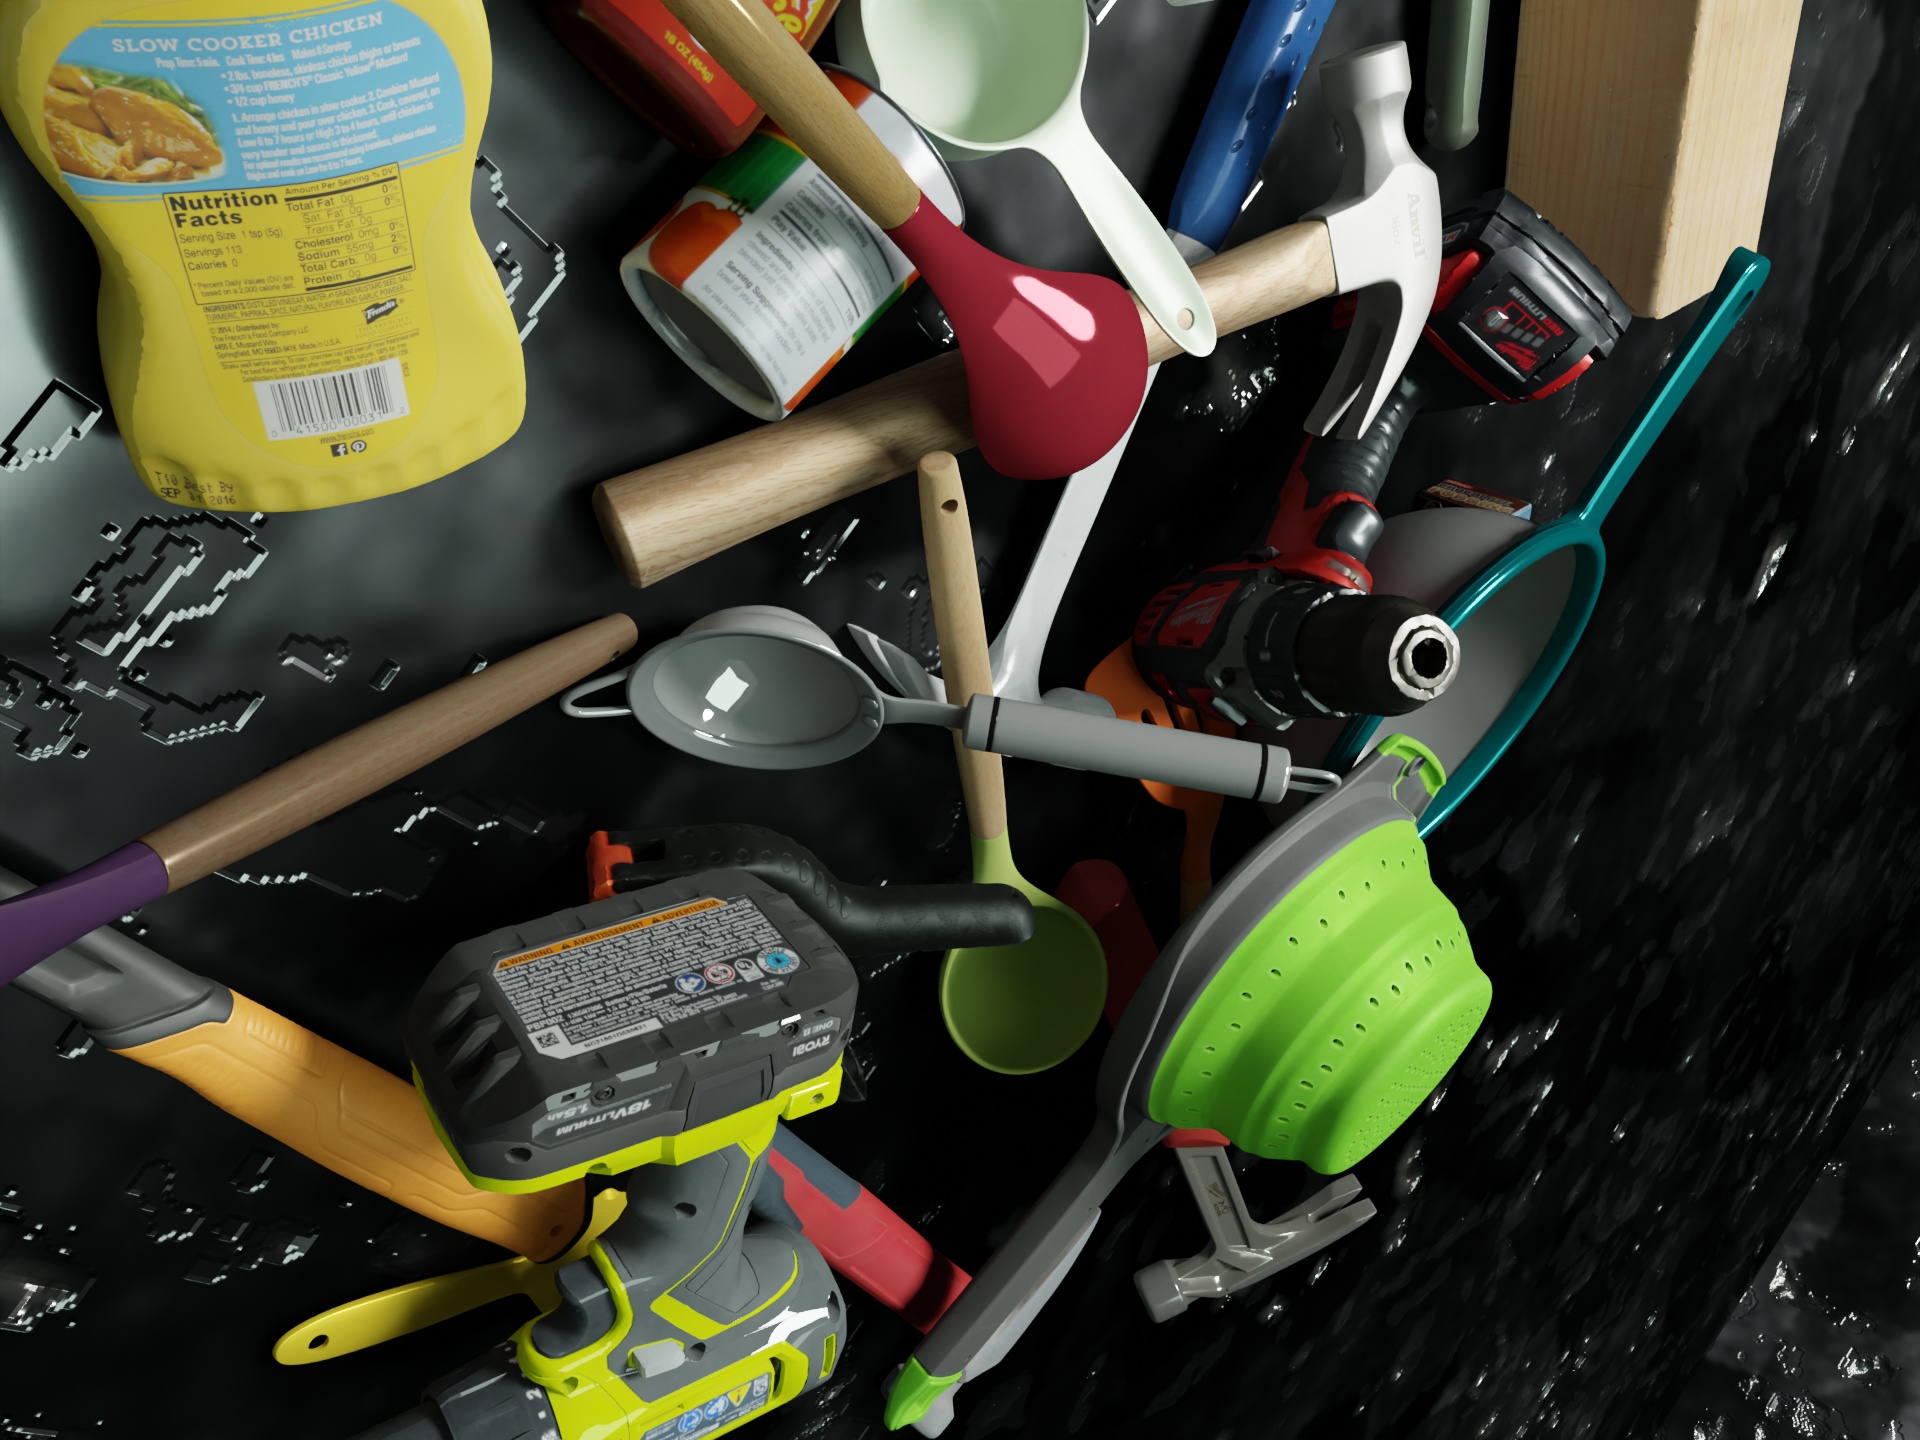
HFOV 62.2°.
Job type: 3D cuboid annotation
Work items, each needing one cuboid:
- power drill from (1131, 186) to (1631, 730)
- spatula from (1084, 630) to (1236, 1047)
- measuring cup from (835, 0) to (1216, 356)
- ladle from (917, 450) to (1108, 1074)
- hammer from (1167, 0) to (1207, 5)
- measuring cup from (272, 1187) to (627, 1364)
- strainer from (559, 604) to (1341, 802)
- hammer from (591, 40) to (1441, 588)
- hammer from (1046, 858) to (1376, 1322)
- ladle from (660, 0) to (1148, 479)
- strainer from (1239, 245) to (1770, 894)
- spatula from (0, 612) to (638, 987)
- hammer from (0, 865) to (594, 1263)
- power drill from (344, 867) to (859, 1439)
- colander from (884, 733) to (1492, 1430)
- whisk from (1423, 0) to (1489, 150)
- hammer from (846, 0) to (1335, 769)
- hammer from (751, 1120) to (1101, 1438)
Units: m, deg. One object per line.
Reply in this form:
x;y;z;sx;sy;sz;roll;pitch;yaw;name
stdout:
0.172;-0.095;0.636;0.080;0.188;0.227;35;83;-18;power drill
0.113;0.088;0.804;0.081;0.041;0.322;-34;137;-26;spatula
0.025;-0.181;0.509;0.083;0.038;0.167;-48;115;-12;measuring cup
0.014;0.032;0.610;0.078;0.062;0.319;-23;139;-13;ladle
-0.069;-0.221;0.388;0.331;0.033;0.128;-20;111;-21;hammer
-0.173;0.219;0.592;0.156;0.029;0.062;-1;114;-46;measuring cup
-0.001;-0.002;0.533;0.086;0.258;0.050;98;2;-58;strainer
0.033;-0.121;0.549;0.331;0.031;0.130;-26;115;-18;hammer
0.125;0.198;0.843;0.149;0.037;0.358;-26;130;-3;hammer
-0.031;-0.152;0.417;0.069;0.031;0.315;-51;137;3;ladle
0.233;-0.077;0.742;0.211;0.095;0.340;2;123;-55;strainer
-0.180;0.027;0.393;0.059;0.018;0.316;-45;177;34;spatula
-0.225;0.103;0.472;0.127;0.034;0.336;-50;138;-11;hammer
-0.123;0.175;0.531;0.190;0.080;0.228;-13;127;-34;power drill
0.113;0.192;0.706;0.397;0.095;0.204;-52;151;7;colander
0.203;-0.345;0.623;0.059;0.058;0.246;-9;131;-1;whisk
0.081;-0.175;0.608;0.144;0.035;0.405;13;103;-48;hammer
-0.052;0.200;0.695;0.143;0.038;0.385;-49;138;-13;hammer
